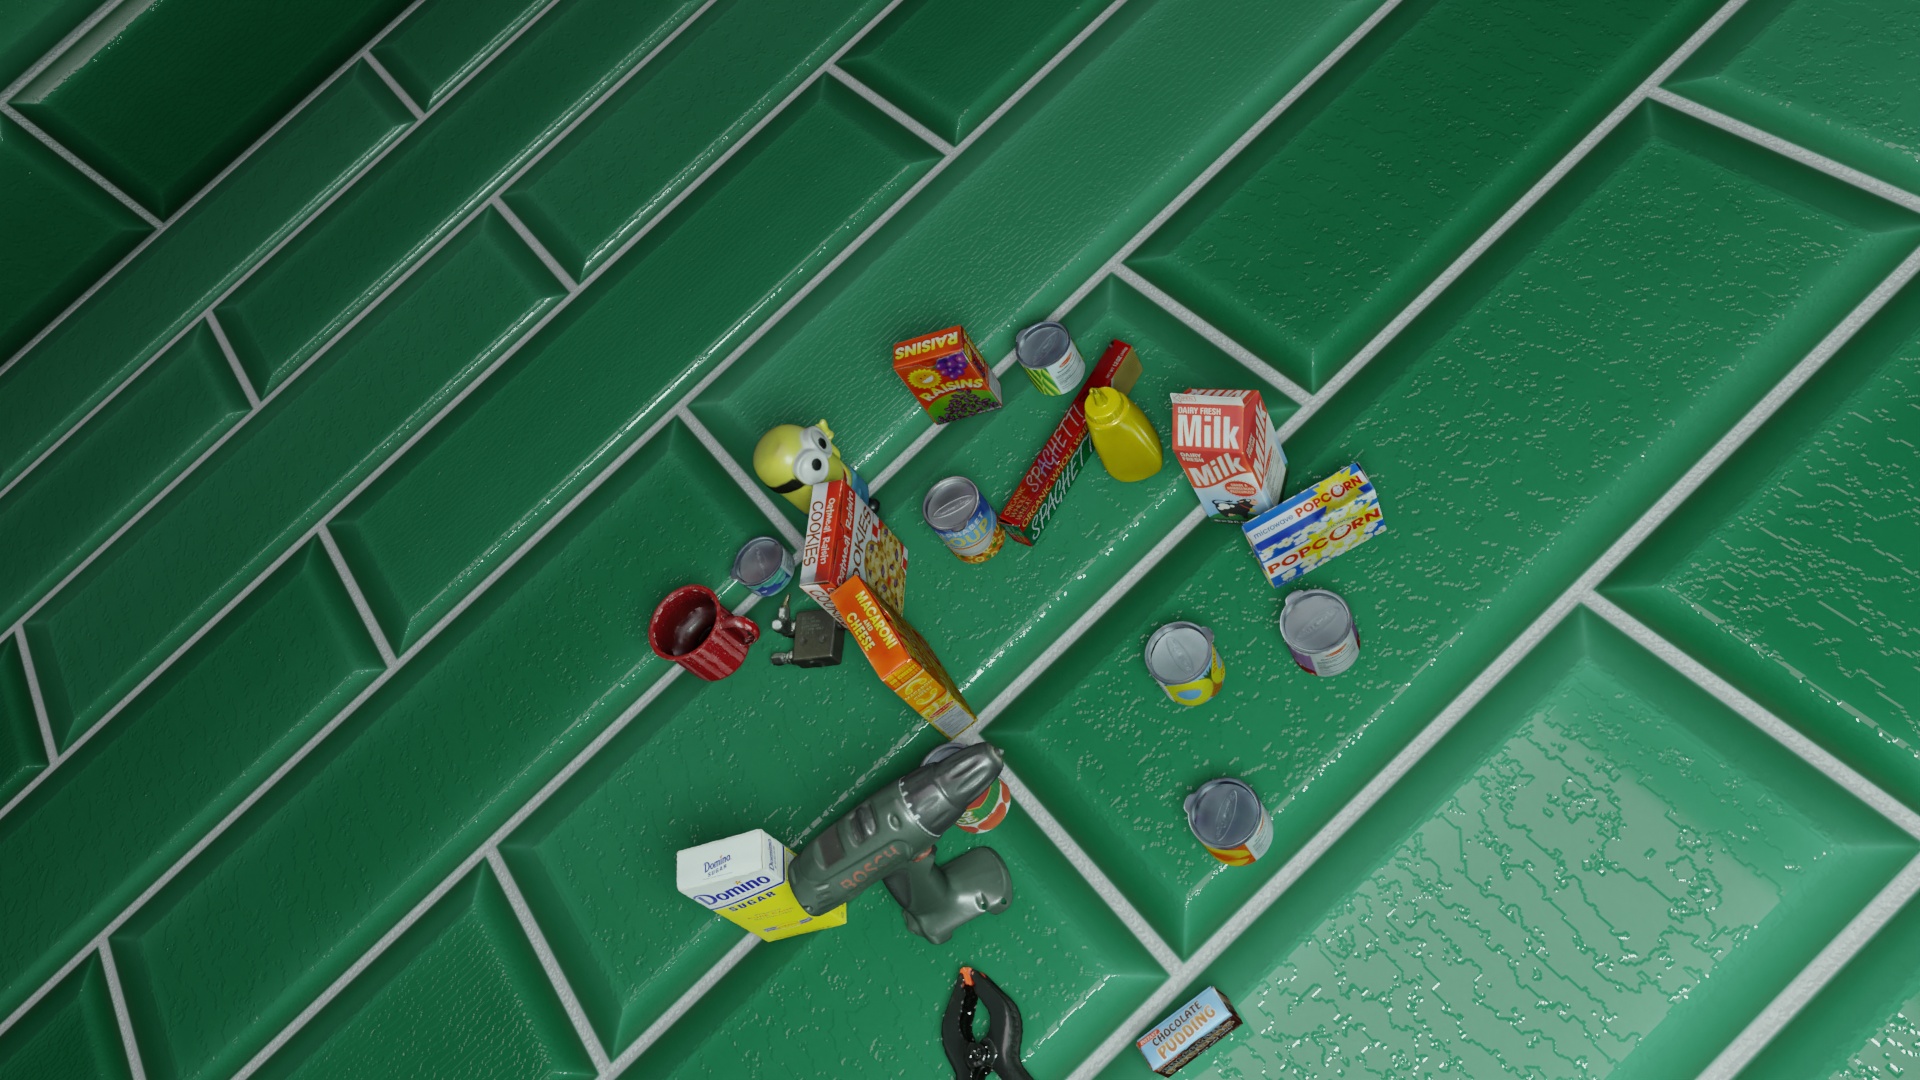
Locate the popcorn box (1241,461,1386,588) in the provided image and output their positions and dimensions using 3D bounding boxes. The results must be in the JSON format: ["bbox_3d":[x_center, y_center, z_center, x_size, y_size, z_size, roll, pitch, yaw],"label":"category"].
[{"bbox_3d":[0.343,-0.013,1.347,0.126,0.085,0.038,-30,54,7],"label":"popcorn box"}]

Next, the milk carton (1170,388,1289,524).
[{"bbox_3d":[0.264,-0.091,1.364,0.072,0.190,0.074,5,65,28],"label":"milk carton"}]

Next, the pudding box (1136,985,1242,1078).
[{"bbox_3d":[0.195,0.419,1.185,0.084,0.049,0.030,-37,53,2],"label":"pudding box"}]

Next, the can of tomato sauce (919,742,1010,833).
[{"bbox_3d":[0.004,0.245,1.358,0.071,0.083,0.071,-12,58,19],"label":"can of tomato sauce"}]

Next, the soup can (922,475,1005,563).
[{"bbox_3d":[0.005,-0.019,1.512,0.071,0.083,0.071,-12,58,19],"label":"soup can"}]

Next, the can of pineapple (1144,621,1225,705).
[{"bbox_3d":[0.220,0.119,1.345,0.071,0.057,0.071,-12,58,19],"label":"can of pineapple"}]

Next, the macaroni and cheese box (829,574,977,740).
[{"bbox_3d":[-0.056,0.119,1.408,0.040,0.166,0.124,-38,53,2],"label":"macaroni and cheese box"}]

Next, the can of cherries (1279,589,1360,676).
[{"bbox_3d":[0.338,0.085,1.308,0.071,0.058,0.072,-12,58,19],"label":"can of cherries"}]

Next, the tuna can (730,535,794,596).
[{"bbox_3d":[-0.231,0.032,1.626,0.071,0.032,0.071,-12,58,19],"label":"tuna can"}]

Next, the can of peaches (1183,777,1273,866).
[{"bbox_3d":[0.243,0.254,1.255,0.071,0.058,0.071,-12,58,19],"label":"can of peaches"}]

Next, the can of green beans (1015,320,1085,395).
[{"bbox_3d":[0.104,-0.208,1.592,0.071,0.057,0.071,-12,58,19],"label":"can of green beans"}]

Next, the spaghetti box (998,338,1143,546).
[{"bbox_3d":[0.123,-0.107,1.529,0.029,0.050,0.250,23,74,34],"label":"spaghetti box"}]

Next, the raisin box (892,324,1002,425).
[{"bbox_3d":[-0.014,-0.188,1.595,0.086,0.123,0.040,-13,58,19],"label":"raisin box"}]

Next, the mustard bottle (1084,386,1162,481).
[{"bbox_3d":[0.164,-0.118,1.447,0.065,0.159,0.049,-17,56,16],"label":"mustard bottle"}]

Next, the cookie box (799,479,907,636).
[{"bbox_3d":[-0.110,0.028,1.486,0.040,0.167,0.123,-9,59,21],"label":"cookie box"}]
